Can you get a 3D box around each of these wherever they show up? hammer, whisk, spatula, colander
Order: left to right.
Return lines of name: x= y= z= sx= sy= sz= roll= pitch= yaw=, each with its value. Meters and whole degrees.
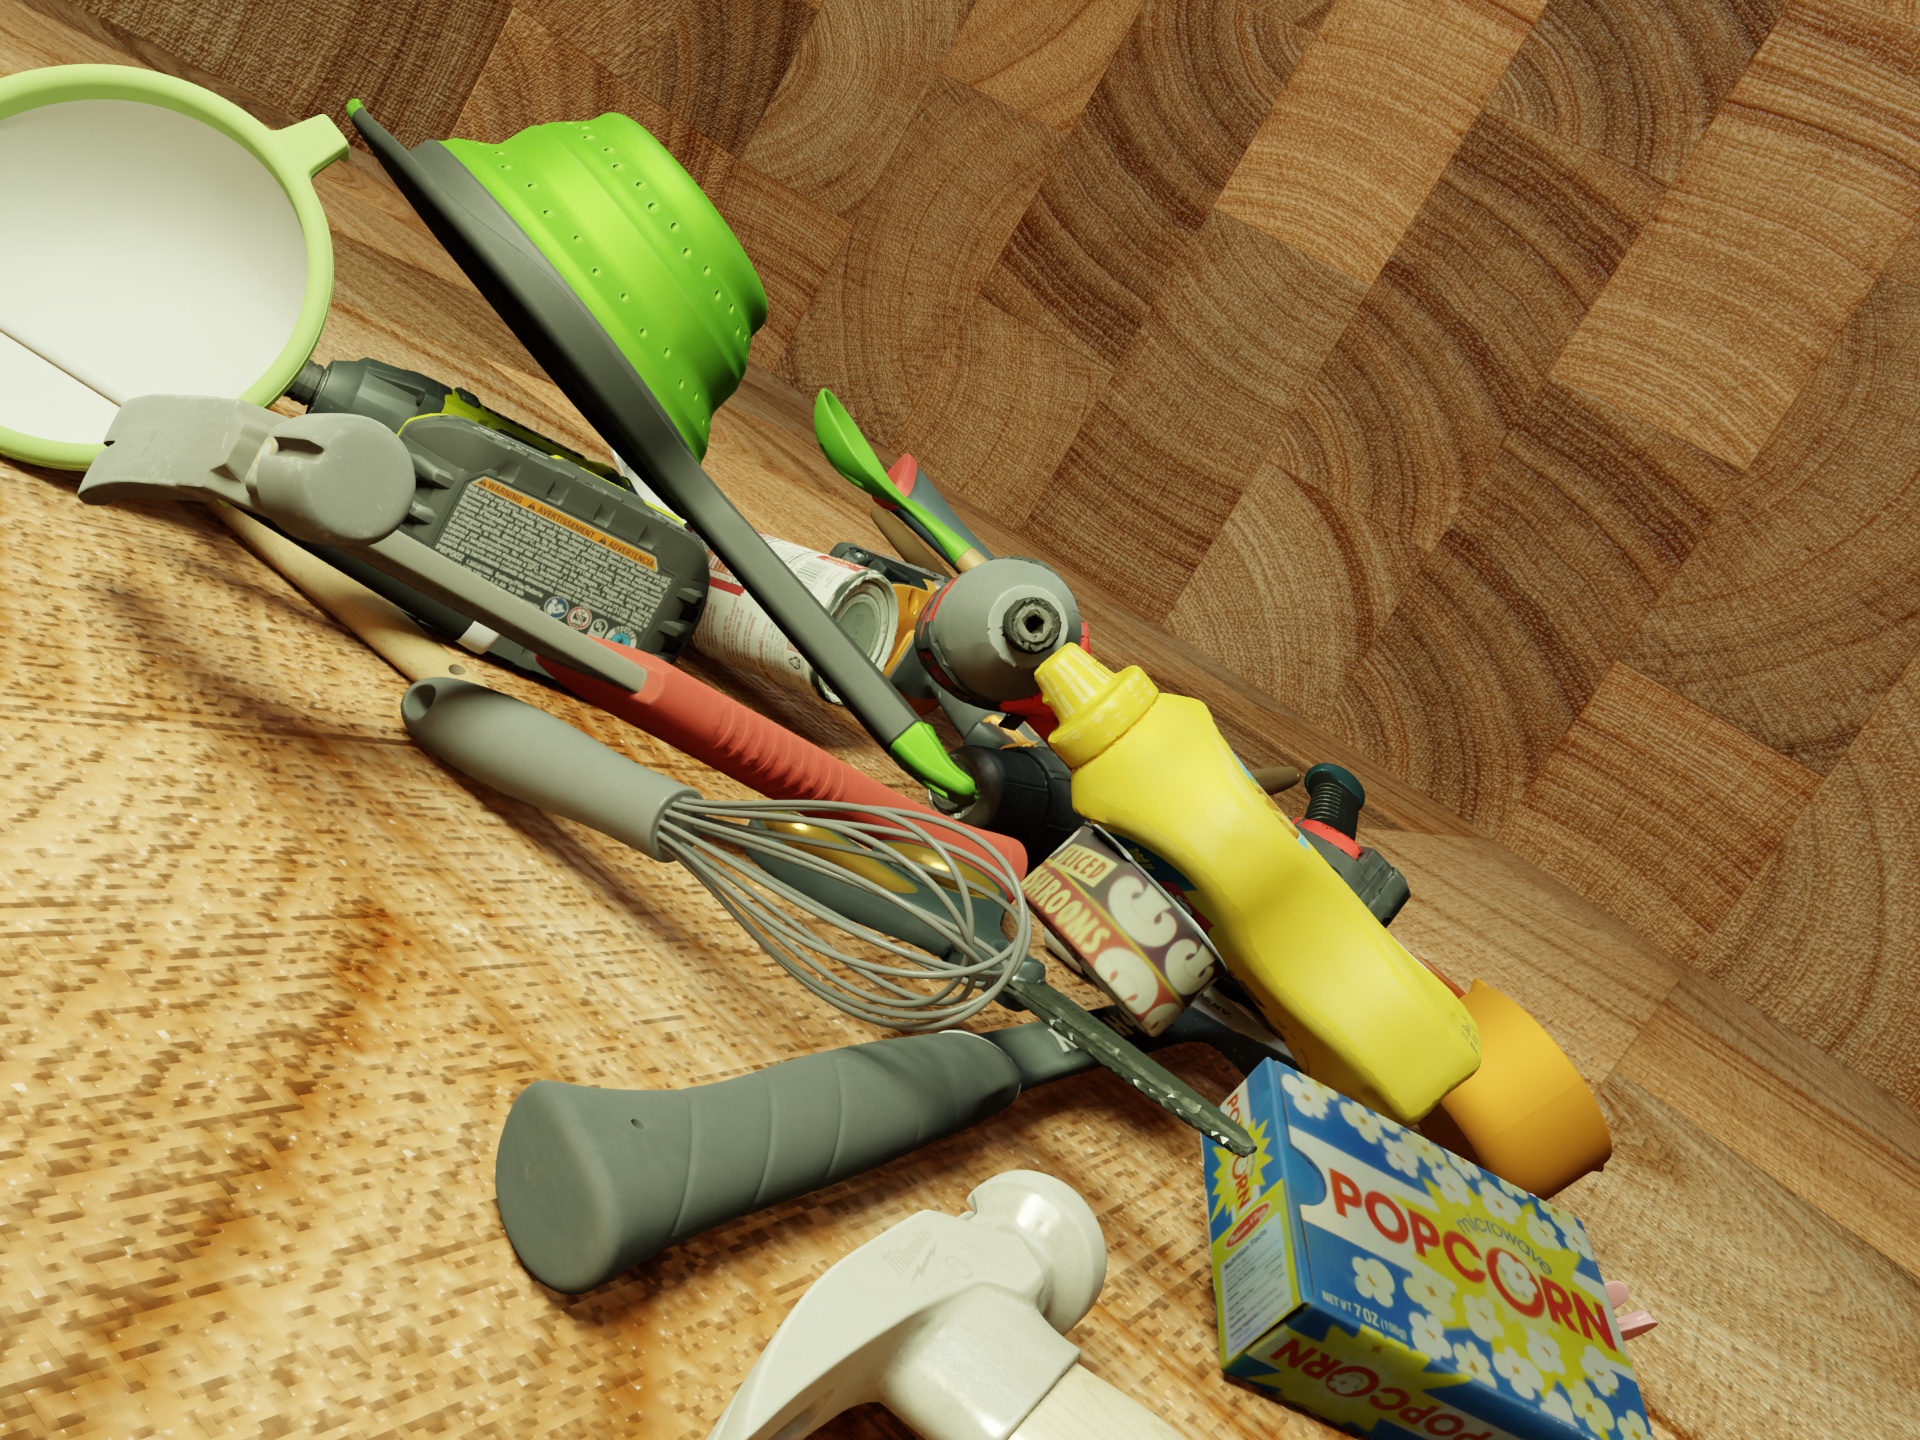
hammer: x=-0.099 y=-0.004 z=0.535 sx=0.149 sy=0.037 sz=0.358 roll=10 pitch=-16 yaw=42
whisk: x=-0.080 y=0.026 z=0.450 sx=0.239 sy=0.055 sz=0.055 roll=20 pitch=3 yaw=31
colander: x=-0.099 y=-0.135 z=0.683 sx=0.397 sy=0.094 sz=0.204 roll=48 pitch=-6 yaw=12
spatula: x=0.005 y=-0.055 z=1.054 sx=0.082 sy=0.044 sz=0.318 roll=19 pitch=23 yaw=-41
hammer: x=0.015 y=0.107 z=0.476 sx=0.149 sy=0.036 sz=0.408 roll=37 pitch=12 yaw=24
hammer: x=0.089 y=-0.020 z=0.994 sx=0.386 sy=0.038 sz=0.143 roll=47 pitch=19 yaw=10
spatula: x=0.161 y=0.037 z=0.923 sx=0.315 sy=0.018 sz=0.060 roll=0 pitch=67 yaw=-67
hammer: x=0.206 y=0.079 z=0.906 sx=0.128 sy=0.033 sz=0.331 roll=44 pitch=20 yaw=3
hammer: x=0.132 y=0.225 z=0.247 sx=0.411 sy=0.038 sz=0.146 roll=35 pitch=13 yaw=20

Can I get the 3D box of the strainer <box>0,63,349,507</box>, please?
strainer: x=-0.353 y=-0.161 z=0.565 sx=0.256 sy=0.151 sz=0.069 roll=10 pitch=-14 yaw=-9

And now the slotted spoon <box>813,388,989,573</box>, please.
slotted spoon: x=0.019 y=-0.078 z=0.933 sx=0.314 sy=0.031 sz=0.070 roll=45 pitch=9 yaw=9

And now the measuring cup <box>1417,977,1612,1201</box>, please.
measuring cup: x=0.223 y=0.172 z=0.720 sx=0.095 sy=0.052 sz=0.173 roll=58 pitch=-10 yaw=6

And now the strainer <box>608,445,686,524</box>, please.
strainer: x=-0.124 y=-0.085 z=0.966 sx=0.258 sy=0.050 sz=0.087 roll=36 pitch=16 yaw=-3

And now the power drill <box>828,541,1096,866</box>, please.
power drill: x=-0.001 y=-0.003 z=0.829 sx=0.226 sy=0.084 sz=0.185 roll=43 pitch=17 yaw=32

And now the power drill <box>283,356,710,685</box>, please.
power drill: x=-0.208 y=-0.097 z=0.697 sx=0.171 sy=0.080 sz=0.223 roll=26 pitch=8 yaw=-31

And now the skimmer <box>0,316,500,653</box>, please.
skimmer: x=-0.313 y=-0.100 z=0.477 sx=0.363 sy=0.090 sz=0.127 roll=34 pitch=-1 yaw=-25

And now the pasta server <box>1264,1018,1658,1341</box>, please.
pasta server: x=0.177 y=0.159 z=0.675 sx=0.060 sy=0.040 sz=0.316 roll=47 pitch=2 yaw=-22

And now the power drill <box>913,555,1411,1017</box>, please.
power drill: x=0.073 y=0.020 z=0.661 sx=0.219 sy=0.078 sz=0.143 roll=45 pitch=-6 yaw=-6

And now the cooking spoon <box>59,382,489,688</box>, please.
cooking spoon: x=-0.284 y=-0.091 z=0.596 sx=0.319 sy=0.017 sz=0.069 roll=36 pitch=31 yaw=21
